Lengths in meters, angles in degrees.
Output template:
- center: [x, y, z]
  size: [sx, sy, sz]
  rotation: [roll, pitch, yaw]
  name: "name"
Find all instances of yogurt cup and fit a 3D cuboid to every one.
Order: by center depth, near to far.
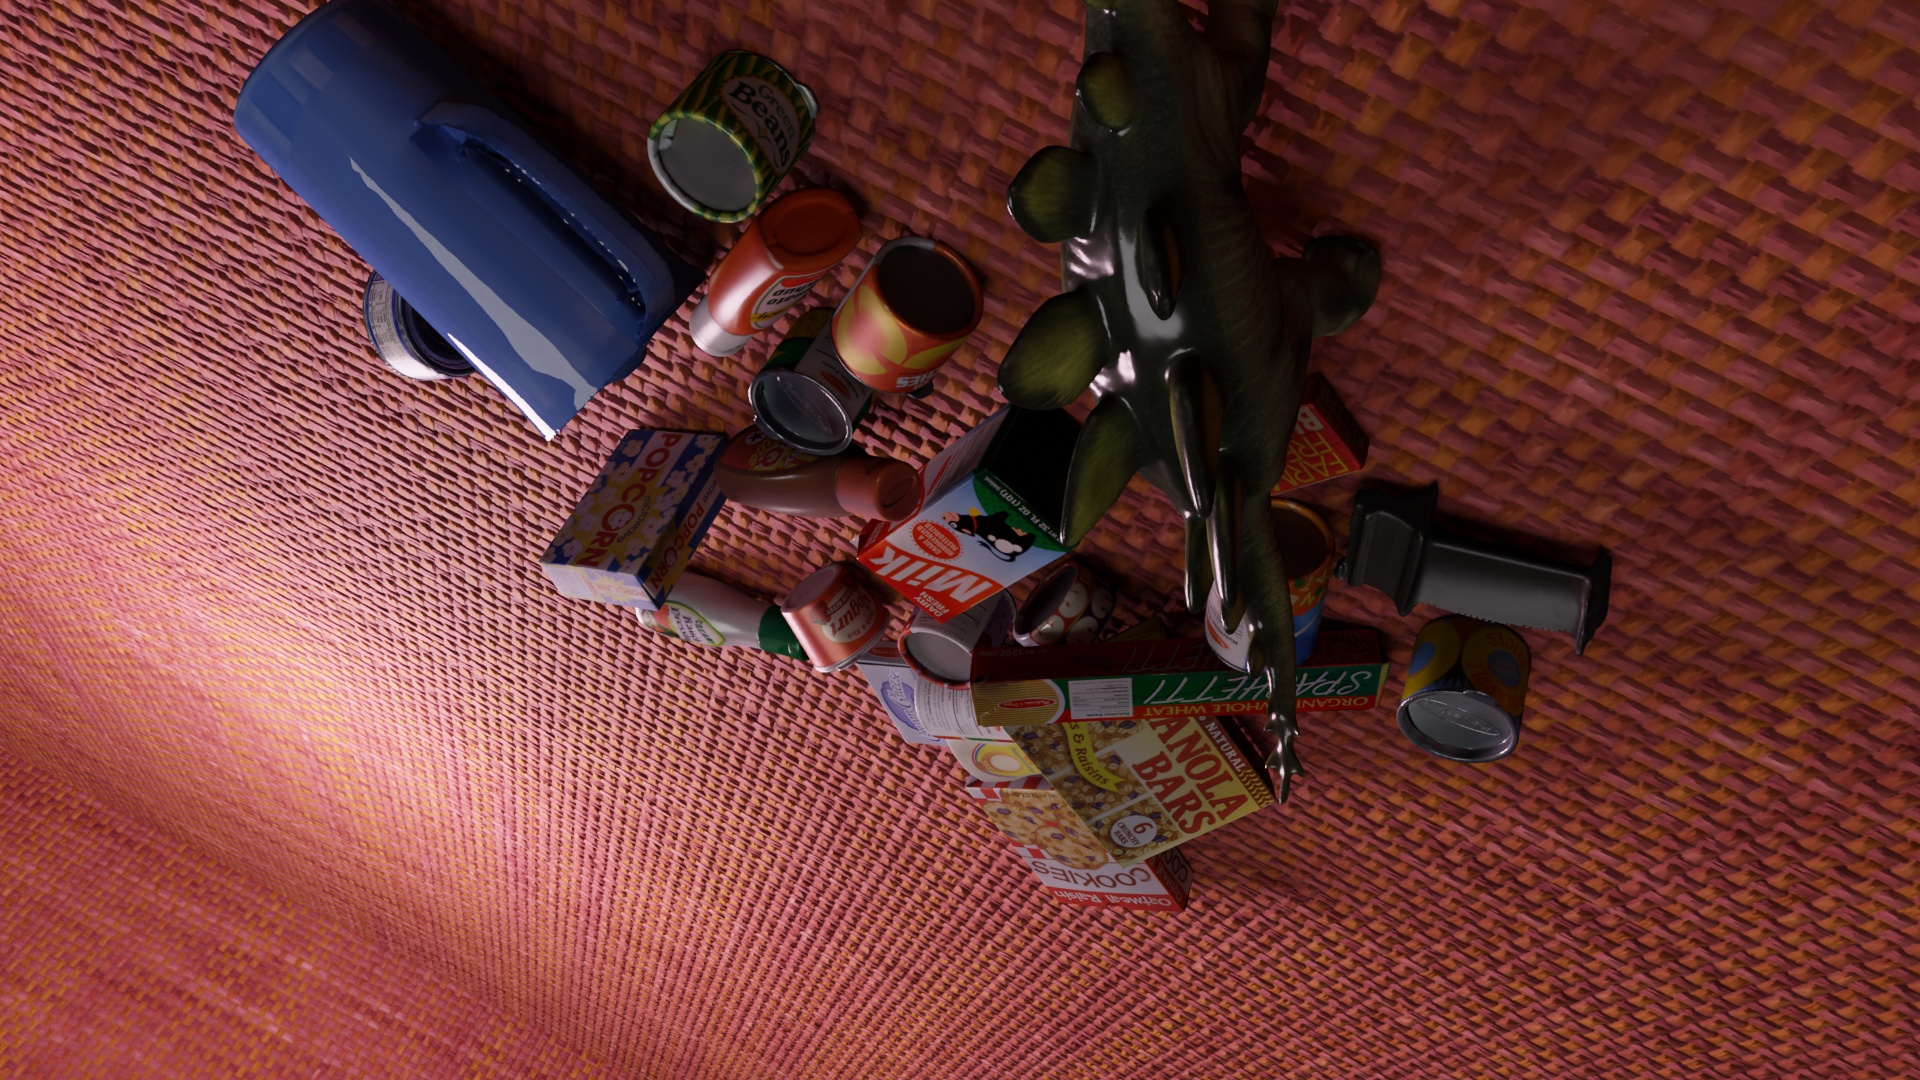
- center: [-0.092, 0.054, 1.003]
  size: [0.072, 0.073, 0.054]
  rotation: [-17, 117, 44]
  name: "yogurt cup"

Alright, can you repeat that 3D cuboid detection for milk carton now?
- center: [0.003, -0.011, 0.853]
  size: [0.072, 0.074, 0.189]
  rotation: [39, 143, -15]
  name: "milk carton"

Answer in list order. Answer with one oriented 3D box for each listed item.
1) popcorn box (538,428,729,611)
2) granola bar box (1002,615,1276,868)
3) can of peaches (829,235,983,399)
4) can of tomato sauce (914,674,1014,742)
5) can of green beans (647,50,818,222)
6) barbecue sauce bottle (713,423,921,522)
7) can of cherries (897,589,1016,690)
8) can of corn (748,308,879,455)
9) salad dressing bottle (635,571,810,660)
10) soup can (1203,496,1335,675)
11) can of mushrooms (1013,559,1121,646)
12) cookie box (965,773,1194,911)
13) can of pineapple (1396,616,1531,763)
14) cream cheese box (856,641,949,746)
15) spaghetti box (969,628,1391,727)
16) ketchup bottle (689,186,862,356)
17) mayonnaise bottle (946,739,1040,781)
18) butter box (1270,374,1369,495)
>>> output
- center: [-0.214, -0.017, 0.939]
  size: [0.085, 0.127, 0.038]
  rotation: [7, 143, 27]
  name: "popcorn box"
- center: [0.122, 0.141, 0.949]
  size: [0.124, 0.039, 0.165]
  rotation: [-29, 121, 16]
  name: "granola bar box"
- center: [-0.027, -0.119, 0.746]
  size: [0.071, 0.071, 0.057]
  rotation: [35, 143, -9]
  name: "can of peaches"
- center: [0.020, 0.111, 1.000]
  size: [0.083, 0.071, 0.071]
  rotation: [-3, 134, 36]
  name: "can of tomato sauce"
- center: [-0.117, -0.205, 0.706]
  size: [0.071, 0.058, 0.071]
  rotation: [17, 143, 14]
  name: "can of green beans"
- center: [-0.086, -0.040, 0.854]
  size: [0.148, 0.065, 0.043]
  rotation: [14, 136, 45]
  name: "barbecue sauce bottle"
- center: [-0.002, 0.063, 0.959]
  size: [0.071, 0.059, 0.071]
  rotation: [17, 142, 14]
  name: "can of cherries"
- center: [-0.084, -0.093, 0.821]
  size: [0.071, 0.058, 0.070]
  rotation: [17, 143, 14]
  name: "can of corn"
- center: [-0.180, 0.060, 1.083]
  size: [0.148, 0.044, 0.064]
  rotation: [11, 140, 21]
  name: "salad dressing bottle"
- center: [0.178, 0.025, 0.794]
  size: [0.071, 0.072, 0.083]
  rotation: [15, 141, 17]
  name: "soup can"
- center: [0.068, 0.045, 0.889]
  size: [0.033, 0.071, 0.070]
  rotation: [39, 142, -14]
  name: "can of mushrooms"
- center: [0.098, 0.237, 1.122]
  size: [0.123, 0.040, 0.167]
  rotation: [-6, 132, 38]
  name: "cookie box"
- center: [0.291, 0.085, 0.797]
  size: [0.071, 0.058, 0.070]
  rotation: [17, 143, 14]
  name: "can of pineapple"
- center: [-0.036, 0.121, 1.080]
  size: [0.053, 0.024, 0.103]
  rotation: [2, 137, 32]
  name: "cream cheese box"
- center: [0.132, 0.085, 0.852]
  size: [0.250, 0.029, 0.050]
  rotation: [-3, 138, 5]
  name: "spaghetti box"
- center: [-0.112, -0.145, 0.777]
  size: [0.043, 0.065, 0.148]
  rotation: [61, 148, -3]
  name: "ketchup bottle"
- center: [0.062, 0.149, 1.037]
  size: [0.148, 0.041, 0.064]
  rotation: [-13, 127, 41]
  name: "mayonnaise bottle"
- center: [0.161, -0.050, 0.746]
  size: [0.103, 0.024, 0.053]
  rotation: [-18, 125, 45]
  name: "butter box"
